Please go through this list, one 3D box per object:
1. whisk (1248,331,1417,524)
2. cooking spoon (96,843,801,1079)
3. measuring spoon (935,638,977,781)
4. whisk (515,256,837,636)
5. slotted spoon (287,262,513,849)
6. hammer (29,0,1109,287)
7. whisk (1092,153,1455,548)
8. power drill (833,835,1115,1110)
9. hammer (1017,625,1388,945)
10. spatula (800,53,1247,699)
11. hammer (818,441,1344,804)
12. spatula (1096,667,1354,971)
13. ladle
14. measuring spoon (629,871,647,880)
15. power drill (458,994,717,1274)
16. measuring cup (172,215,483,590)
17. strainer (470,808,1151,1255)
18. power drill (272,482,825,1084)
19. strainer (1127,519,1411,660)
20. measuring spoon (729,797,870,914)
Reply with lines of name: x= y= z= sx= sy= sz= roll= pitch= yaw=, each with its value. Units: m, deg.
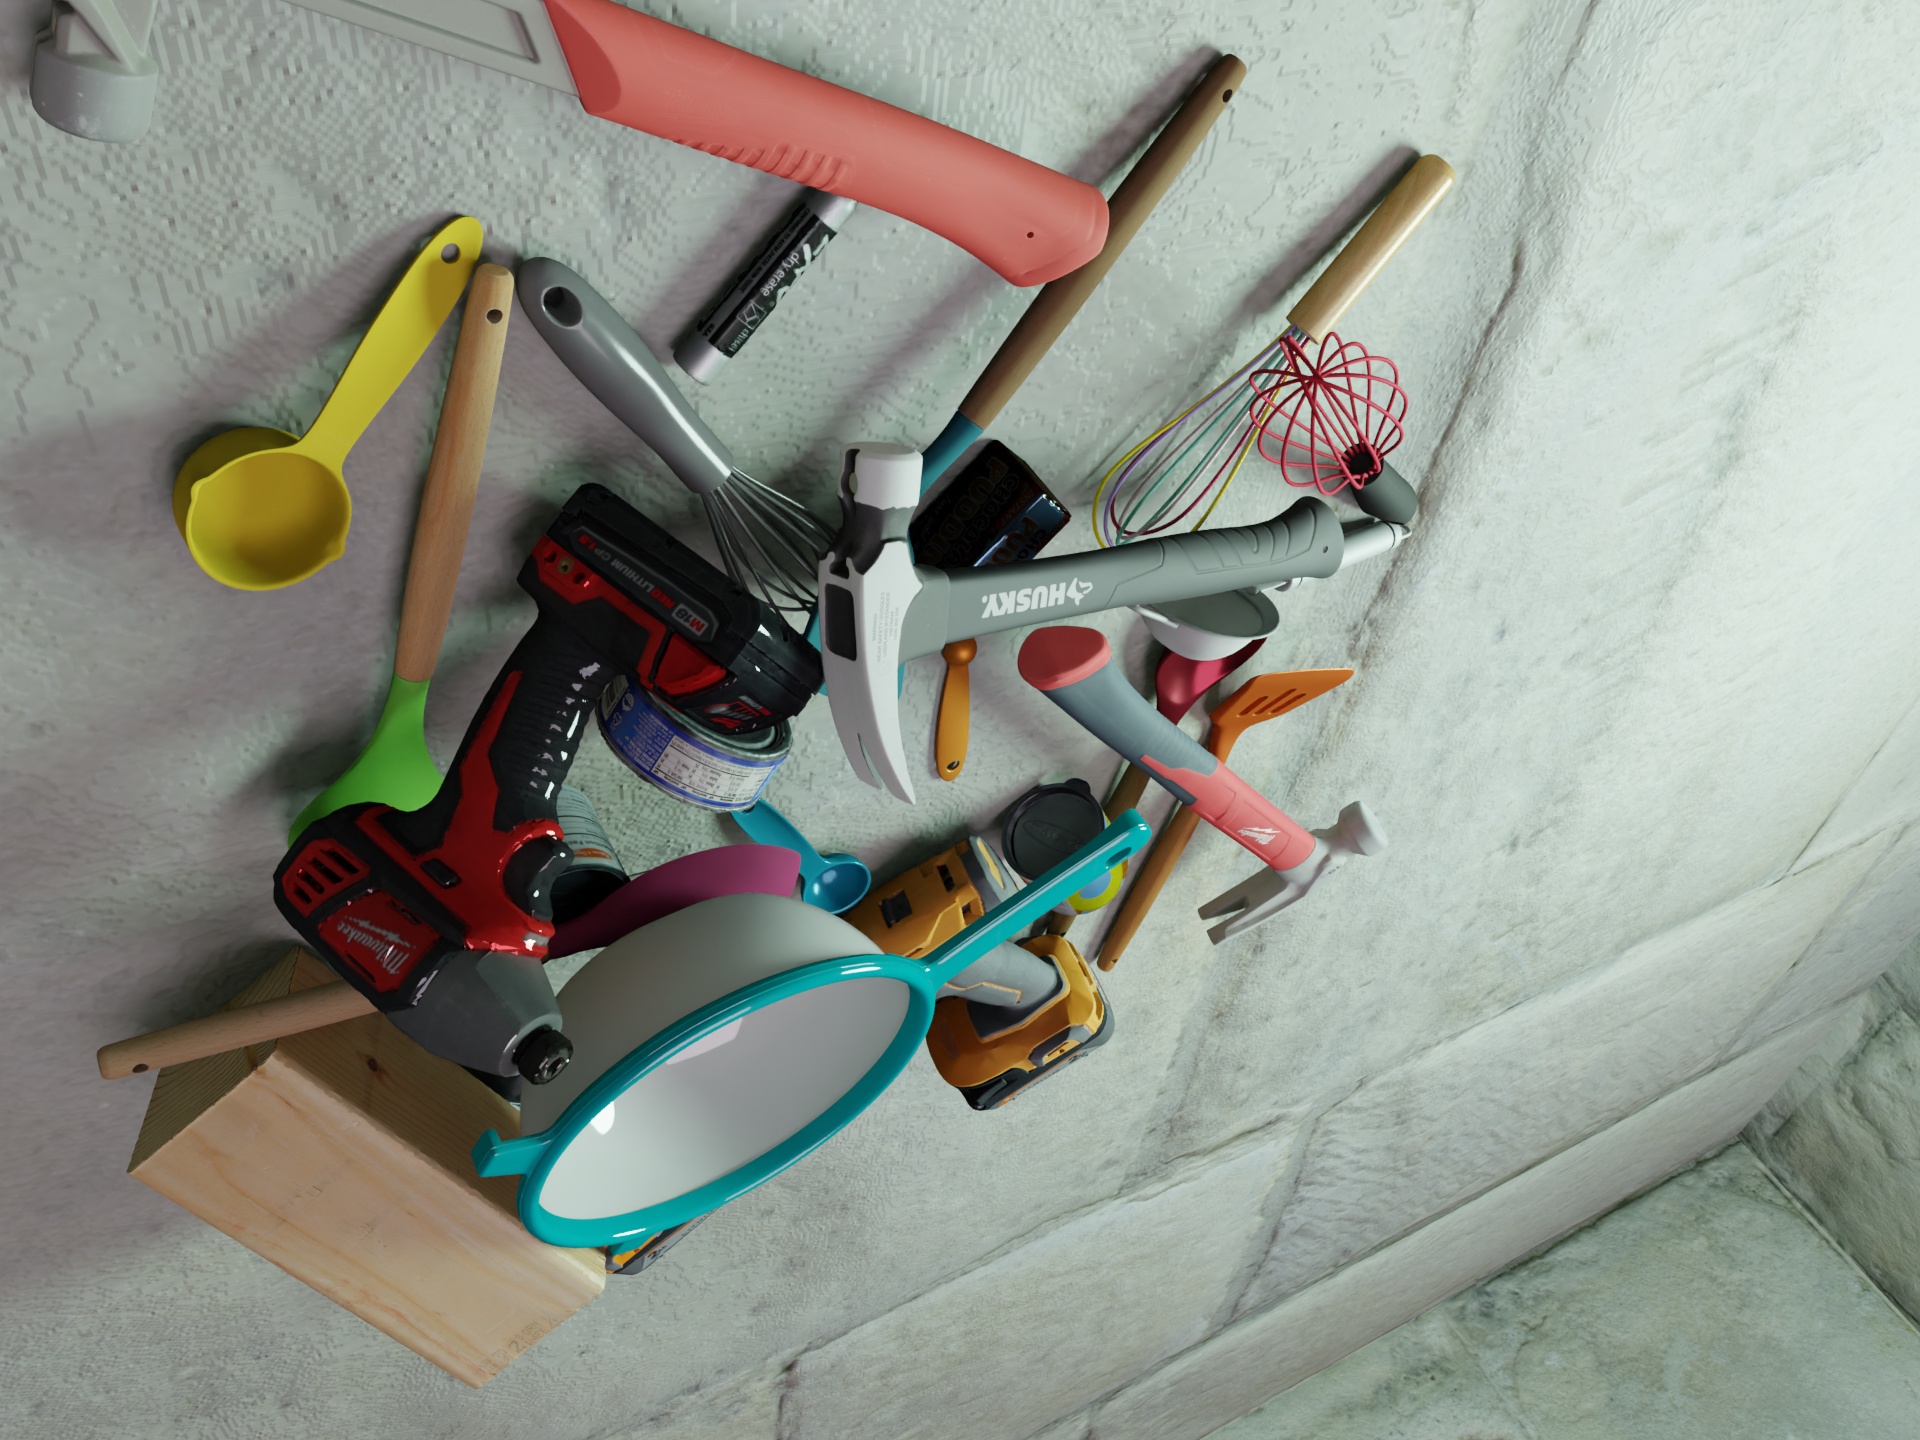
whisk: x=0.202 y=-0.134 z=0.812 sx=0.073 sy=0.073 sz=0.295 roll=-45 pitch=161 yaw=14
cooking spoon: x=-0.214 y=0.109 z=0.723 sx=0.318 sy=0.017 sz=0.068 roll=-12 pitch=139 yaw=-31
measuring spoon: x=-0.001 y=-0.003 z=0.879 sx=0.021 sy=0.011 sz=0.116 roll=-20 pitch=142 yaw=-21
whisk: x=-0.106 y=-0.102 z=0.653 sx=0.055 sy=0.055 sz=0.238 roll=-37 pitch=141 yaw=2
slotted spoon: x=-0.218 y=-0.039 z=0.640 sx=0.070 sy=0.031 sz=0.313 roll=-6 pitch=135 yaw=-38
hammer: x=-0.090 y=-0.216 z=0.516 sx=0.358 sy=0.037 sz=0.149 roll=5 pitch=129 yaw=-37
whisk: x=0.151 y=-0.177 z=0.784 sx=0.245 sy=0.047 sz=0.051 roll=-50 pitch=155 yaw=12
power drill: x=-0.016 y=0.177 z=1.019 sx=0.185 sy=0.084 sz=0.226 roll=-33 pitch=141 yaw=8
hammer: x=0.133 y=0.045 z=0.976 sx=0.143 sy=0.038 sz=0.385 roll=-35 pitch=143 yaw=18
spatula: x=0.028 y=-0.145 z=0.689 sx=0.317 sy=0.044 sz=0.082 roll=-53 pitch=149 yaw=12
hammer: x=0.072 y=-0.061 z=0.732 sx=0.334 sy=0.035 sz=0.146 roll=-13 pitch=116 yaw=-42
spatula: x=0.157 y=0.072 z=1.073 sx=0.081 sy=0.041 sz=0.322 roll=-4 pitch=135 yaw=-29
ladle: x=0.111 y=0.042 z=1.013 sx=0.069 sy=0.031 sz=0.315 roll=-4 pitch=136 yaw=-29
measuring spoon: x=-0.163 y=0.092 z=0.849 sx=0.124 sy=0.018 sz=0.034 roll=-10 pitch=138 yaw=-32
power drill: x=-0.223 y=0.236 z=0.915 sx=0.164 sy=0.084 sz=0.226 roll=-41 pitch=140 yaw=8
measuring cup: x=-0.221 y=-0.117 z=0.563 sx=0.156 sy=0.029 sz=0.062 roll=-53 pitch=145 yaw=4
strainer: x=-0.071 y=0.115 z=0.762 sx=0.340 sy=0.095 sz=0.210 roll=-33 pitch=152 yaw=-10
power drill: x=-0.161 y=0.030 z=0.636 sx=0.219 sy=0.143 sz=0.078 roll=-53 pitch=159 yaw=-3
strainer: x=0.178 y=-0.078 z=0.895 sx=0.258 sy=0.087 sz=0.050 roll=-22 pitch=136 yaw=-37
measuring spoon: x=-0.094 y=0.068 z=0.886 sx=0.042 sy=0.021 sz=0.128 roll=-37 pitch=136 yaw=3
